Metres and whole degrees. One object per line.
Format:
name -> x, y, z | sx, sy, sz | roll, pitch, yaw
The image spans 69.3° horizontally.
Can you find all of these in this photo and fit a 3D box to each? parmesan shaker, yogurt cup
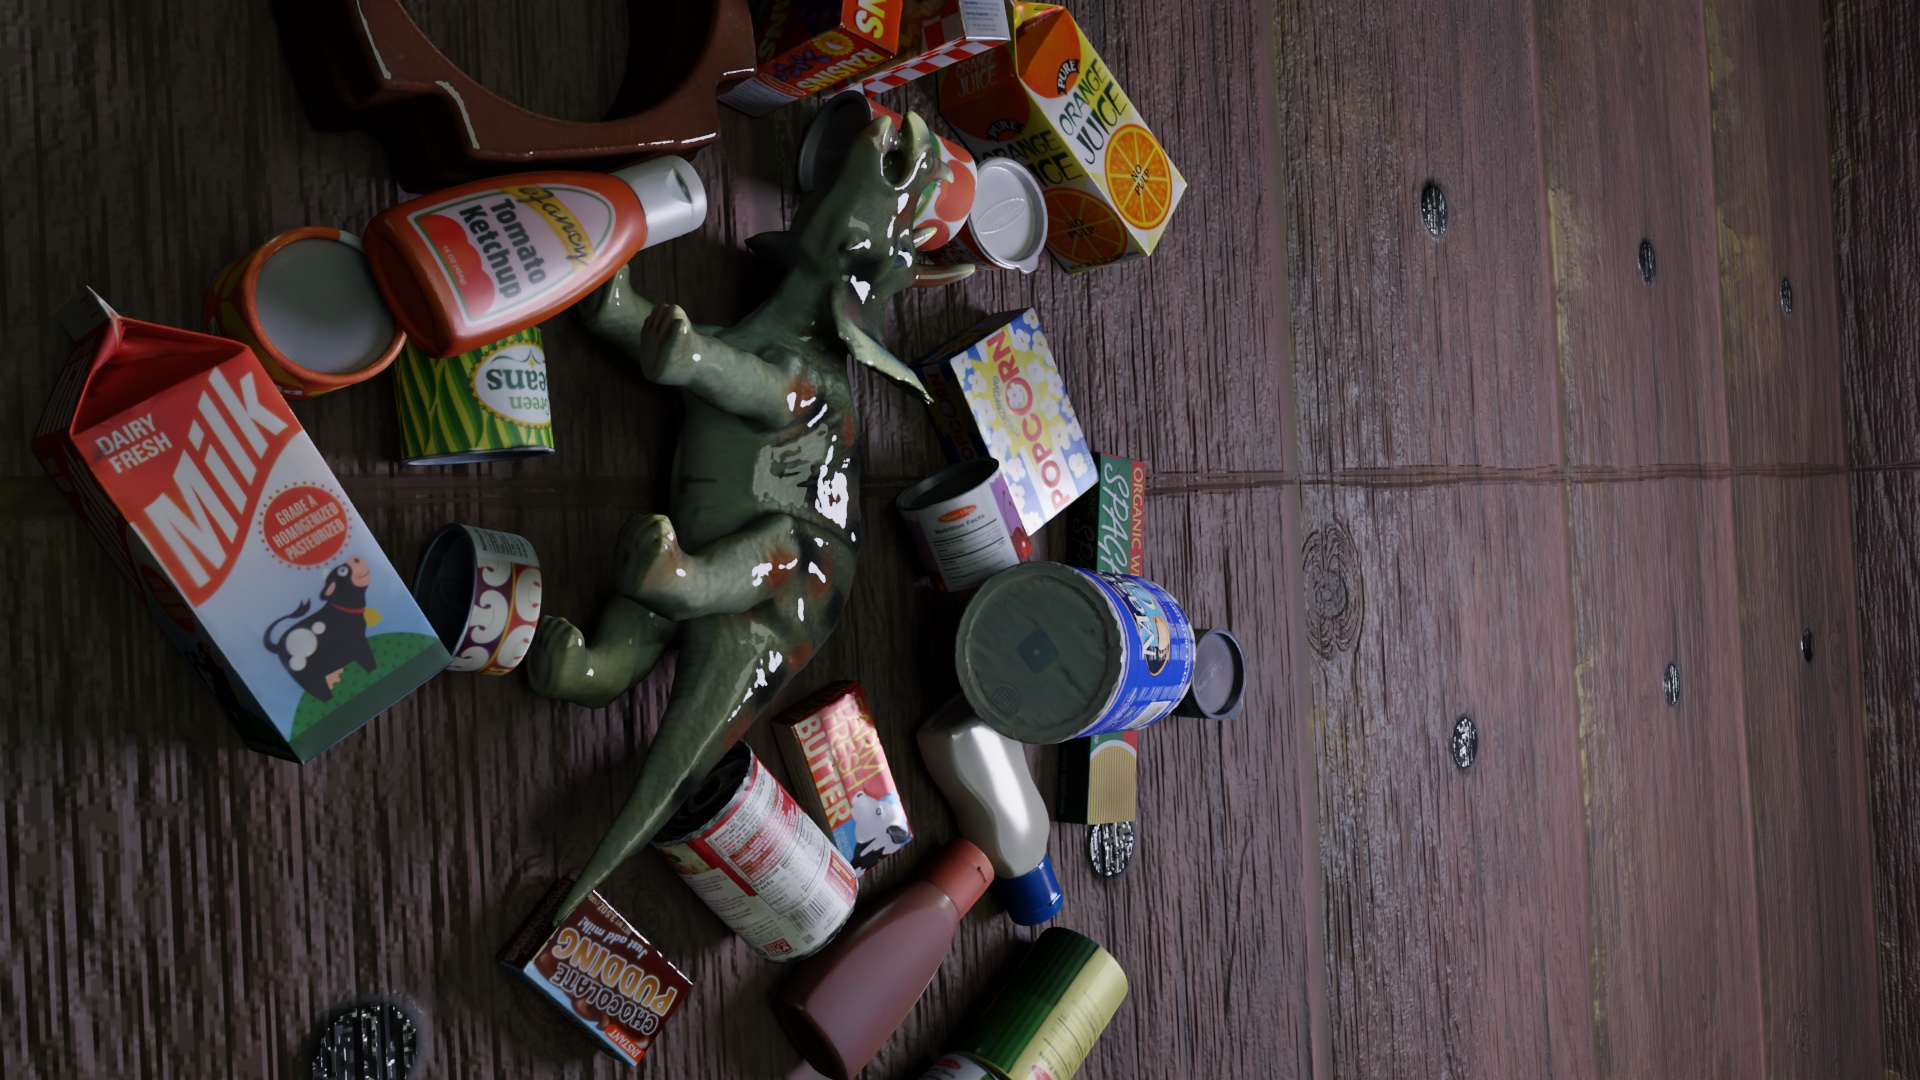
parmesan shaker -> 0.050, 0.300, 0.856 | 0.103, 0.071, 0.071 | -45, 117, -36
yogurt cup -> 0.012, -0.197, 0.857 | 0.072, 0.054, 0.072 | 3, 86, -43

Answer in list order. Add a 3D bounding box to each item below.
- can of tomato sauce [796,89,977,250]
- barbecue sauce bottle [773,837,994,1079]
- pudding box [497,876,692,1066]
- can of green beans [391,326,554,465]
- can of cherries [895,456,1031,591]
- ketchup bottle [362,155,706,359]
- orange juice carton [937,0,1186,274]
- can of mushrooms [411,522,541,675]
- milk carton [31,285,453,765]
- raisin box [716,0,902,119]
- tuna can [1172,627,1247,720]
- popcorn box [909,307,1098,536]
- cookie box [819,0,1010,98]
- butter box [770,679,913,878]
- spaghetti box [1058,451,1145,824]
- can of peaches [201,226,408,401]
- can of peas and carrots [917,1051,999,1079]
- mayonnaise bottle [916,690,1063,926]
can of tomato sauce -> -0.042, -0.209, 0.800 | 0.083, 0.071, 0.071 | 15, 78, -42
barbecue sauce bottle -> -0.038, 0.232, 0.793 | 0.149, 0.043, 0.064 | -41, 115, -37
pudding box -> -0.177, 0.210, 0.675 | 0.083, 0.030, 0.050 | 54, 56, -26
can of green beans -> -0.220, -0.065, 0.627 | 0.071, 0.071, 0.058 | -7, 92, -43
can of cherries -> 0.003, -0.010, 0.832 | 0.072, 0.071, 0.058 | -38, 113, -37
ketchup bottle -> -0.178, -0.132, 0.607 | 0.149, 0.043, 0.064 | -35, 104, -41
orange juice carton -> 0.057, -0.267, 0.891 | 0.192, 0.071, 0.073 | 46, 59, -32
can of mushrooms -> -0.219, 0.029, 0.624 | 0.033, 0.071, 0.071 | 12, 79, -43
milk carton -> -0.294, -0.010, 0.551 | 0.074, 0.072, 0.190 | -41, 114, -36
raisin box -> -0.081, -0.282, 0.729 | 0.040, 0.123, 0.086 | 15, 78, -41
tuna can -> 0.175, 0.098, 1.005 | 0.071, 0.033, 0.071 | 3, 86, -42
popcorn box -> 0.030, -0.072, 0.877 | 0.085, 0.038, 0.126 | -37, 112, -37
cookie box -> -0.043, -0.344, 0.768 | 0.040, 0.123, 0.167 | -17, 99, -43
butter box -> -0.066, 0.136, 0.785 | 0.053, 0.024, 0.103 | -28, 106, -39
spaghetti box -> 0.096, 0.064, 0.936 | 0.050, 0.028, 0.250 | 7, 83, -43
can of peaches -> -0.276, -0.093, 0.583 | 0.071, 0.058, 0.071 | 3, 85, -43
can of peas and carrots -> -0.006, 0.342, 0.799 | 0.059, 0.071, 0.070 | -30, 108, -39
mayonnaise bottle -> 0.023, 0.167, 0.855 | 0.065, 0.041, 0.147 | -37, 113, -44
